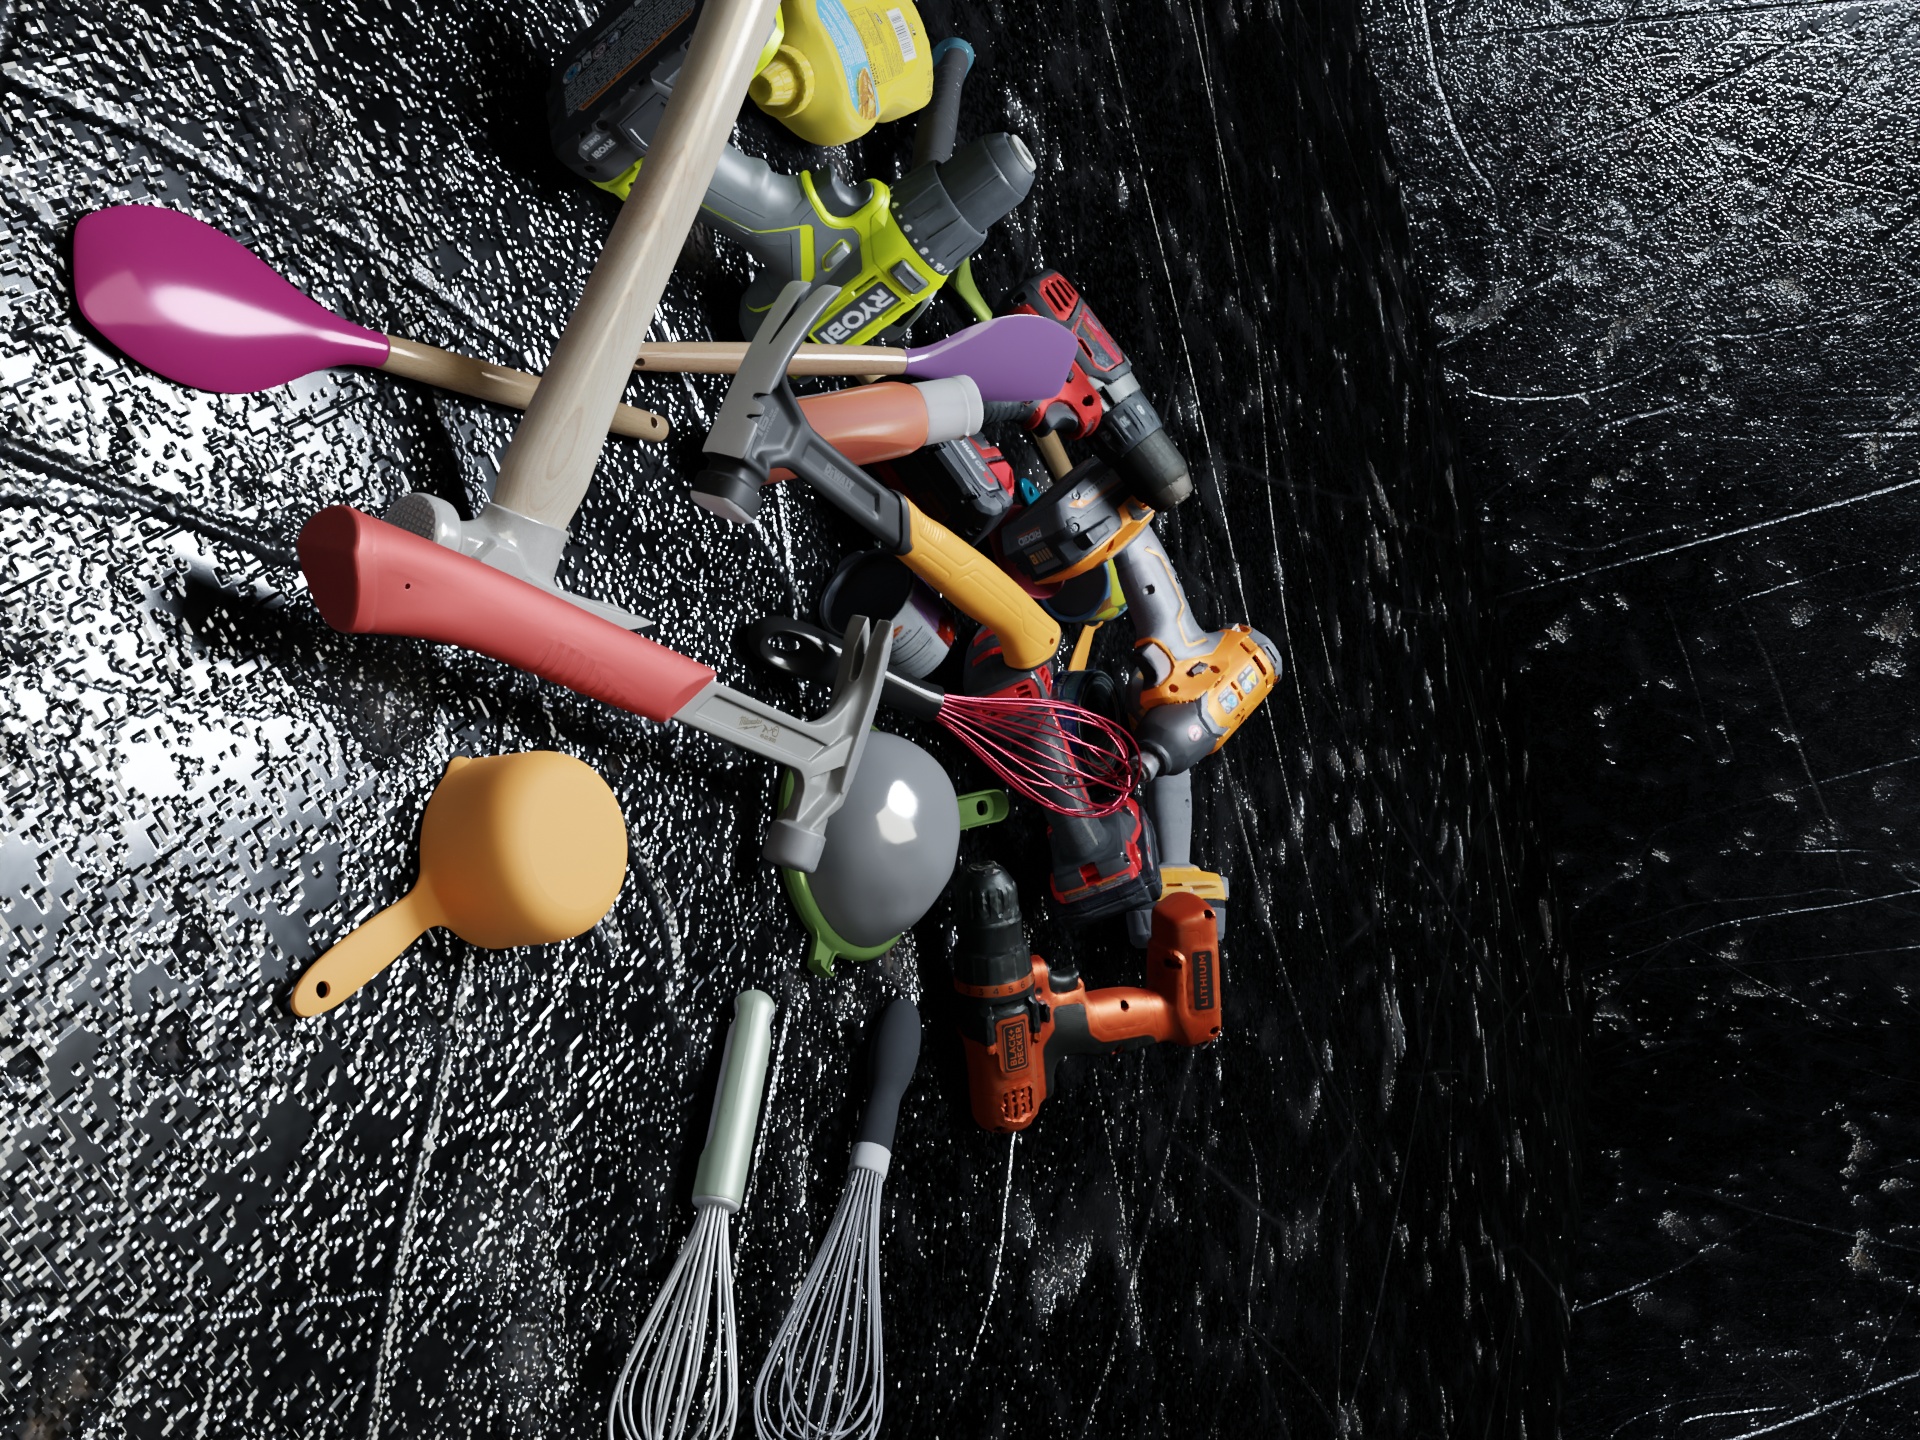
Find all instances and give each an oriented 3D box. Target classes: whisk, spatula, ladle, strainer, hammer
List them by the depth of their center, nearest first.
[{"bbox_3d":[-0.128,-0.239,0.729,0.146,0.038,0.410,19,94,-58],"label":"hammer"},{"bbox_3d":[-0.151,-0.031,0.752,0.358,0.037,0.149,29,76,-57],"label":"hammer"},{"bbox_3d":[-0.124,0.249,0.792,0.057,0.059,0.247,106,-7,-57],"label":"whisk"},{"bbox_3d":[-0.059,0.278,0.892,0.070,0.070,0.285,56,33,-38],"label":"whisk"},{"bbox_3d":[-0.023,-0.111,0.911,0.336,0.034,0.127,34,75,-55],"label":"hammer"},{"bbox_3d":[-0.055,-0.210,0.920,0.315,0.018,0.059,-9,134,-35],"label":"spatula"},{"bbox_3d":[-0.002,-0.003,0.977,0.295,0.073,0.073,22,61,-31],"label":"whisk"},{"bbox_3d":[-0.015,0.065,1.004,0.256,0.069,0.151,-7,89,-60],"label":"strainer"},{"bbox_3d":[-0.021,-0.375,1.083,0.033,0.128,0.331,27,44,-21],"label":"hammer"},{"bbox_3d":[-0.011,-0.183,1.121,0.315,0.031,0.069,43,53,-46],"label":"ladle"},{"bbox_3d":[0.051,-0.276,1.227,0.319,0.062,0.078,58,32,-41],"label":"ladle"}]

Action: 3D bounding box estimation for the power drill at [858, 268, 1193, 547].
[{"bbox_3d":[0.047,-0.187,1.060,0.227,0.080,0.188,-39,93,-39],"label":"power drill"}]

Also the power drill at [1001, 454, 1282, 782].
[{"bbox_3d":[0.130,-0.072,1.167,0.164,0.084,0.226,-43,105,-35],"label":"power drill"}]

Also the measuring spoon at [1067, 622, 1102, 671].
[{"bbox_3d":[0.102,-0.051,1.303,0.021,0.011,0.117,57,38,-37],"label":"measuring spoon"}]

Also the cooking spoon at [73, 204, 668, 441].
[{"bbox_3d":[-0.239,-0.160,0.711,0.318,0.017,0.069,3,81,-60],"label":"cooking spoon"}]

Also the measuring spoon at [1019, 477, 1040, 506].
[{"bbox_3d":[0.084,-0.158,1.287,0.128,0.021,0.042,44,46,-49],"label":"measuring spoon"}]

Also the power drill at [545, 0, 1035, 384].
[{"bbox_3d":[-0.086,-0.298,0.855,0.228,0.190,0.080,33,34,-47],"label":"power drill"}]

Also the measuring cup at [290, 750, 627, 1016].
[{"bbox_3d":[-0.206,0.074,0.675,0.174,0.052,0.095,-47,124,-57],"label":"measuring cup"}]

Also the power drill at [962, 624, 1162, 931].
[{"bbox_3d":[0.068,0.027,1.144,0.143,0.078,0.219,-83,149,-66],"label":"power drill"}]

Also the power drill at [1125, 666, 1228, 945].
[{"bbox_3d":[0.172,0.072,1.312,0.185,0.084,0.226,54,34,-77],"label":"power drill"}]
